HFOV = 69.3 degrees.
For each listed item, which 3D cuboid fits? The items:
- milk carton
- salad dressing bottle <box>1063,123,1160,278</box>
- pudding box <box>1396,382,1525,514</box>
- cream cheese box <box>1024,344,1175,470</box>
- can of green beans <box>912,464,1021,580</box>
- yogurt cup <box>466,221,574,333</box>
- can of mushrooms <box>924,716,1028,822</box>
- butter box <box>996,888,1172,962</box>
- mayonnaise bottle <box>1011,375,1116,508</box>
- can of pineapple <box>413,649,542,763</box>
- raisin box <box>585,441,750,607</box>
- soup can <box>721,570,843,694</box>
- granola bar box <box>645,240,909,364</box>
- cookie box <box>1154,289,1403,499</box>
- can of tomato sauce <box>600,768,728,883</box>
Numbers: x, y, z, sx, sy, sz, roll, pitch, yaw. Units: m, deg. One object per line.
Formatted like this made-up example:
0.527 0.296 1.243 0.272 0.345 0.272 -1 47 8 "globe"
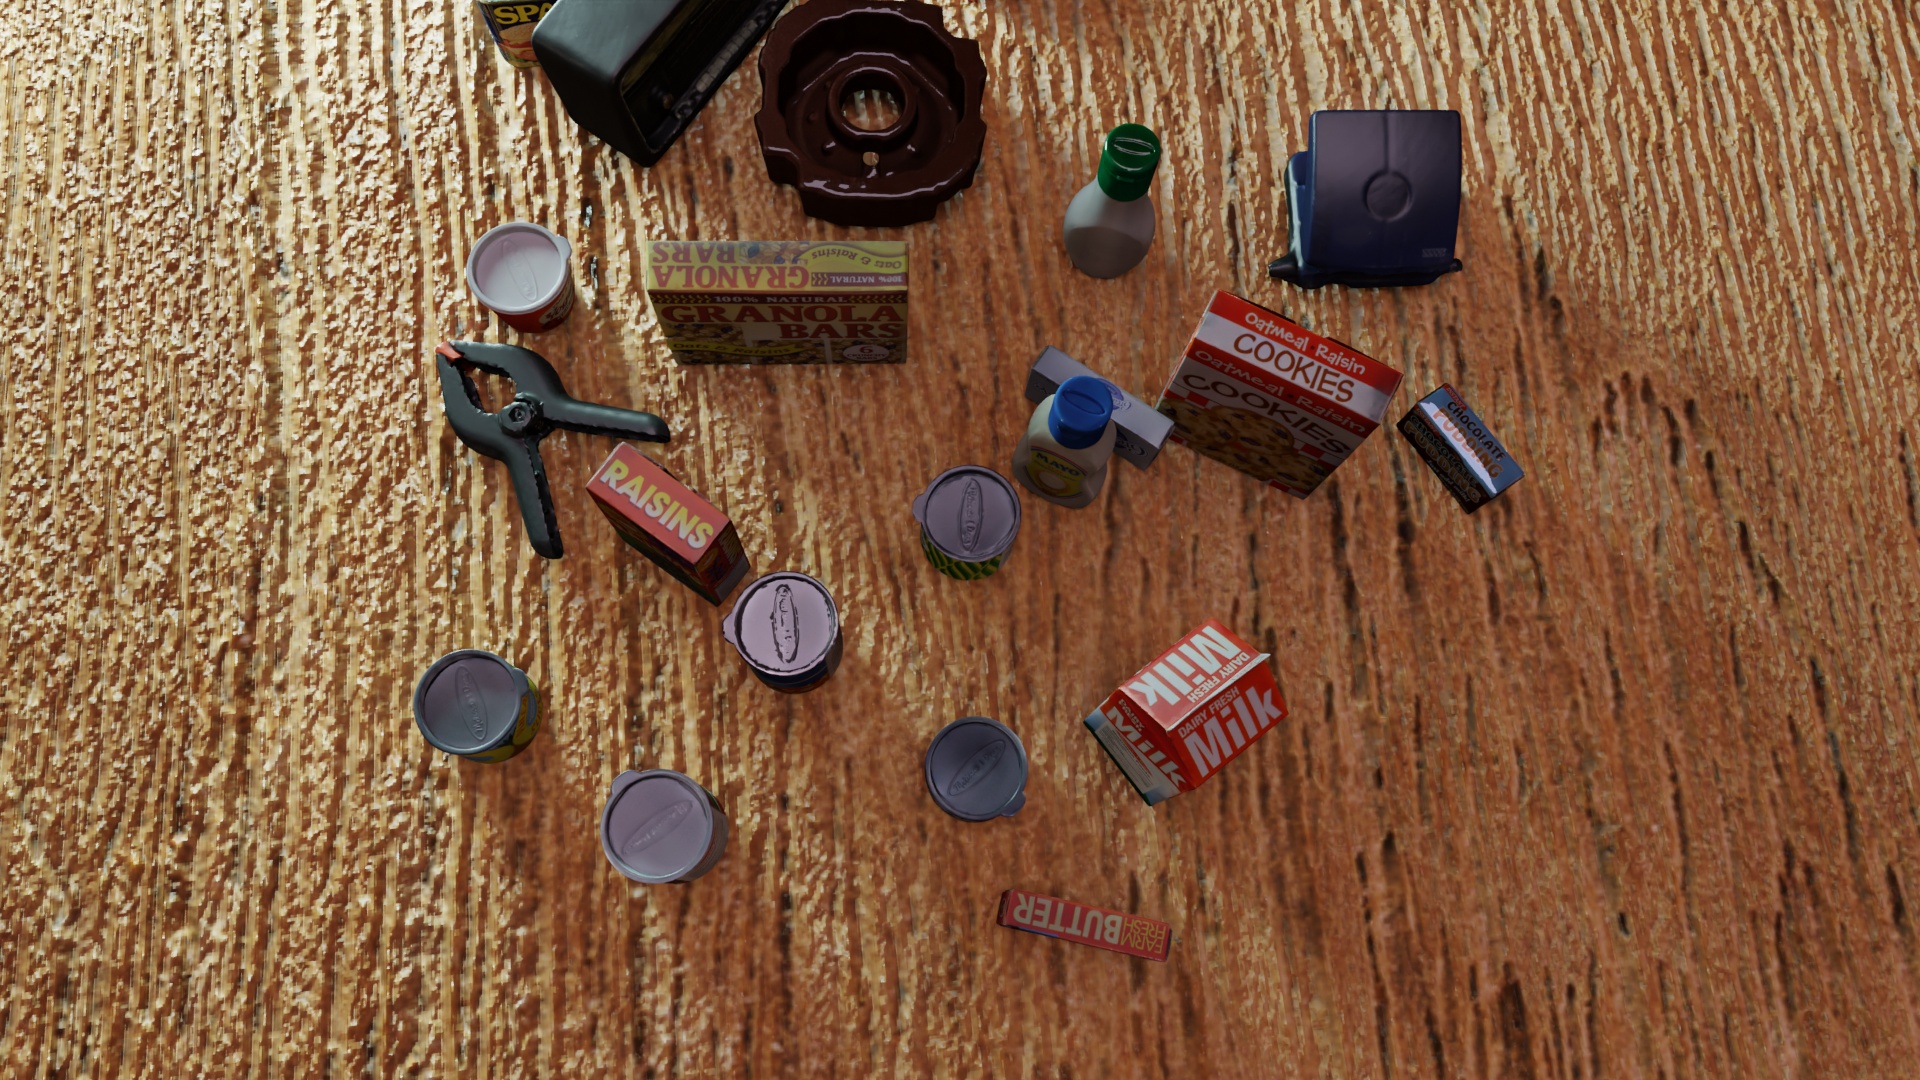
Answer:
0.135 0.104 0.836 0.072 0.190 0.073 -36 80 -11 "milk carton"
0.106 -0.230 0.947 0.064 0.147 0.044 13 75 1 "salad dressing bottle"
0.346 -0.064 0.965 0.030 0.049 0.084 -34 79 -10 "pudding box"
0.095 -0.091 0.958 0.104 0.053 0.024 33 76 6 "cream cheese box"
0.006 -0.011 0.930 0.071 0.057 0.071 1 75 -2 "can of green beans"
-0.301 -0.178 0.962 0.072 0.053 0.072 1 75 -3 "yogurt cup"
0.011 0.151 0.898 0.071 0.033 0.071 1 75 -3 "can of mushrooms"
0.076 0.240 0.867 0.103 0.053 0.024 13 75 1 "butter box"
0.070 -0.064 0.900 0.065 0.147 0.041 26 76 4 "mayonnaise bottle"
-0.303 0.106 0.883 0.071 0.057 0.071 1 75 -2 "can of pineapple"
-0.183 -0.008 0.886 0.086 0.123 0.040 35 77 7 "raisin box"
-0.112 0.061 0.891 0.071 0.083 0.071 1 75 -2 "soup can"
-0.117 -0.156 0.929 0.166 0.124 0.039 -1 75 -3 "granola bar box"
0.198 -0.091 0.904 0.123 0.167 0.040 25 76 4 "cookie box"
-0.182 0.177 0.856 0.071 0.083 0.071 1 75 -2 "can of tomato sauce"
